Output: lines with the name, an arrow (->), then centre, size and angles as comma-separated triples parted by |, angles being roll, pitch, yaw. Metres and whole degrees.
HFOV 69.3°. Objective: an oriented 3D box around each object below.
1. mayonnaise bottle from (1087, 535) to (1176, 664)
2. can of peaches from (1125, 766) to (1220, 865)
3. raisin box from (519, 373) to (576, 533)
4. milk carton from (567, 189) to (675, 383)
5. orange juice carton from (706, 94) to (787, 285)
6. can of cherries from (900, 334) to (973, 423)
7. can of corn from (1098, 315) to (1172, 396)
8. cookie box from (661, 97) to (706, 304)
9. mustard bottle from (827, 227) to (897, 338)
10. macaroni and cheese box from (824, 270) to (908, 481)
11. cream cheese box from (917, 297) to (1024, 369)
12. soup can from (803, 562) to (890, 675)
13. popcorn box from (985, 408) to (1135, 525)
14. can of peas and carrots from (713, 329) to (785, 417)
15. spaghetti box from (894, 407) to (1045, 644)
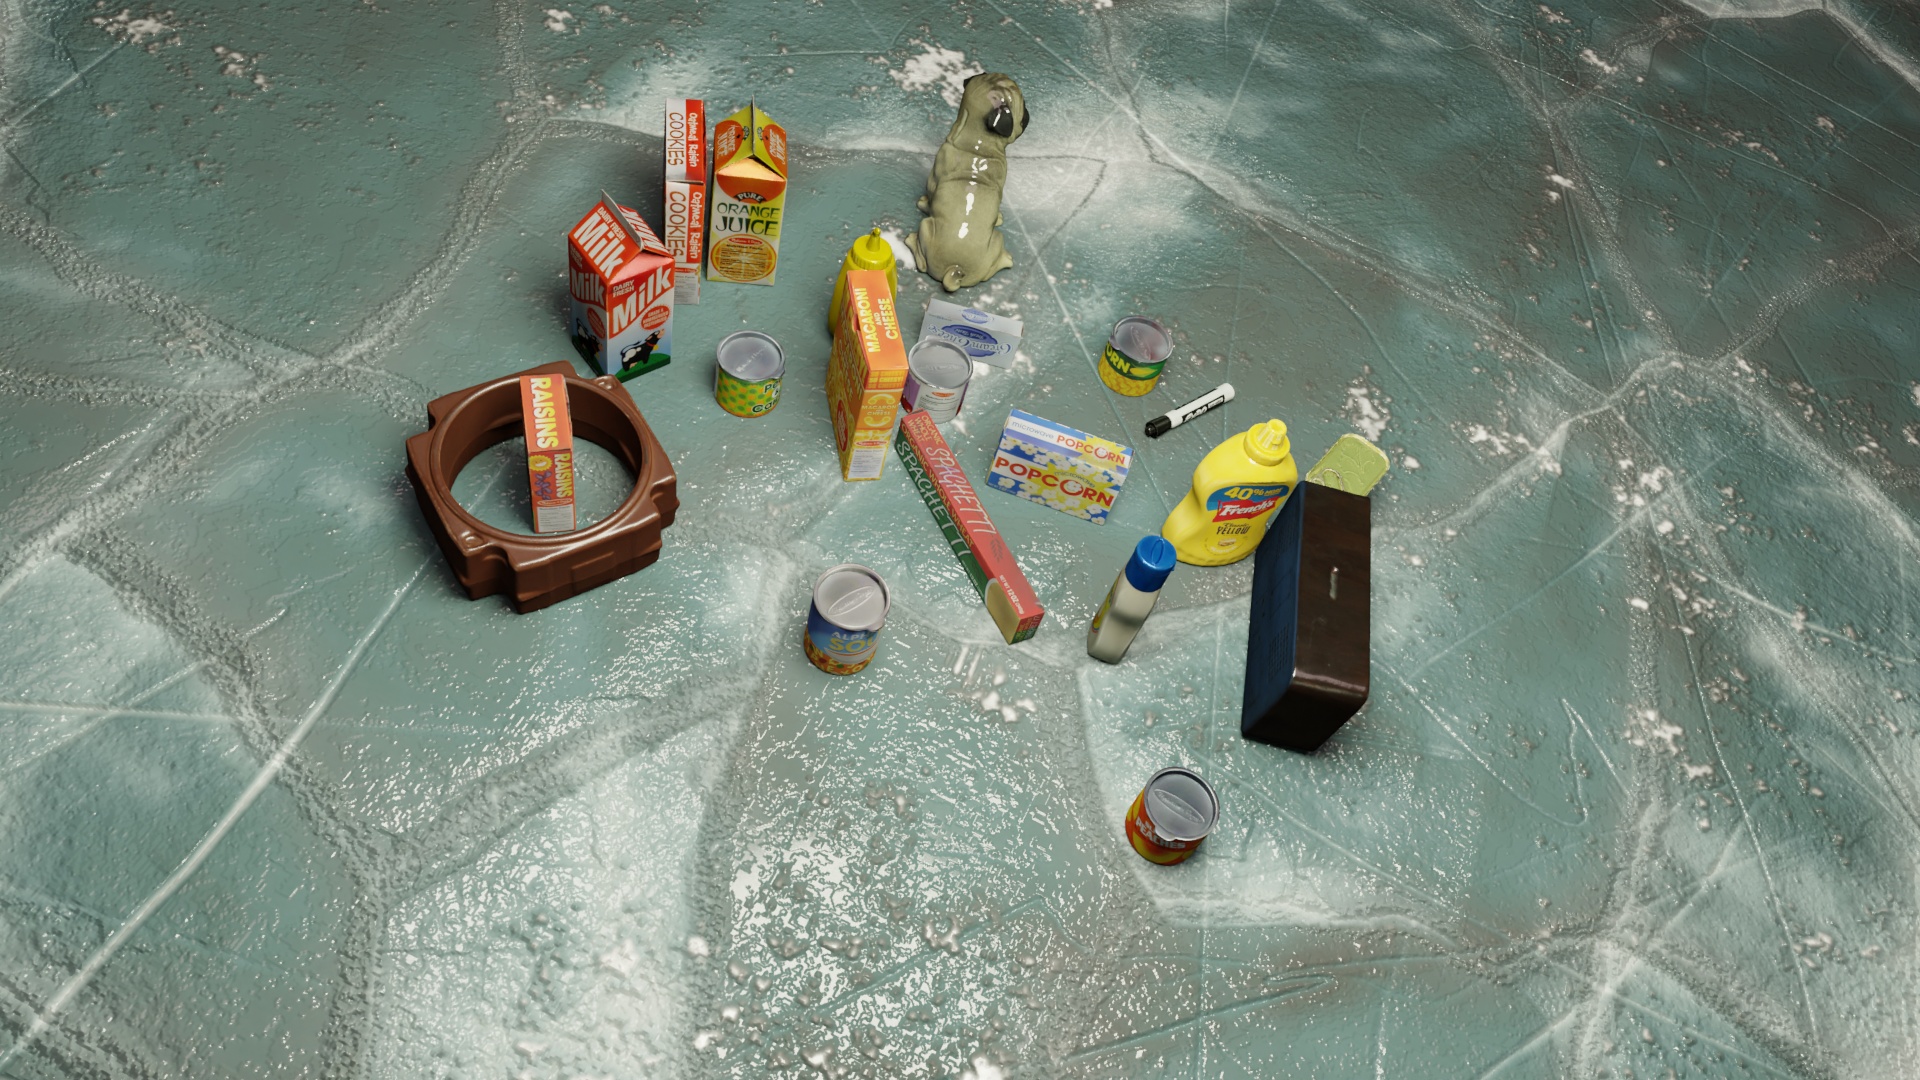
mayonnaise bottle -> 0.153, 0.050, 1.242 | 0.041, 0.147, 0.065 | 21, 54, 1
can of peaches -> 0.177, 0.235, 1.174 | 0.071, 0.057, 0.071 | 7, 55, -9
raisin box -> -0.362, -0.075, 1.220 | 0.040, 0.122, 0.086 | -5, 57, -17
milk carton -> -0.318, -0.237, 1.303 | 0.074, 0.189, 0.072 | -29, 67, -29
orange juice carton -> -0.216, -0.352, 1.407 | 0.073, 0.191, 0.072 | 3, 55, -12
can of cherries -> -0.025, -0.163, 1.403 | 0.071, 0.058, 0.072 | 7, 55, -9
can of corn -> 0.183, -0.195, 1.476 | 0.071, 0.058, 0.071 | 7, 55, -9
cookie box -> -0.279, -0.340, 1.399 | 0.040, 0.166, 0.123 | 0, 56, -13
mustard bottle -> -0.094, -0.258, 1.390 | 0.065, 0.159, 0.049 | -33, 69, -30
macaroni and cheese box -> -0.092, -0.154, 1.314 | 0.040, 0.165, 0.124 | -4, 57, -16
cream cheese box -> 0.010, -0.216, 1.452 | 0.104, 0.053, 0.024 | 14, 54, -4
soup can -> -0.098, 0.072, 1.206 | 0.071, 0.083, 0.072 | 7, 55, -9
popcorn box -> 0.095, -0.071, 1.352 | 0.127, 0.084, 0.038 | 19, 54, 0
can of peas and carrots -> -0.205, -0.162, 1.359 | 0.071, 0.058, 0.071 | 7, 55, -9
spaghetti box -> 0.005, -0.016, 1.313 | 0.029, 0.050, 0.251 | -18, 62, -24
